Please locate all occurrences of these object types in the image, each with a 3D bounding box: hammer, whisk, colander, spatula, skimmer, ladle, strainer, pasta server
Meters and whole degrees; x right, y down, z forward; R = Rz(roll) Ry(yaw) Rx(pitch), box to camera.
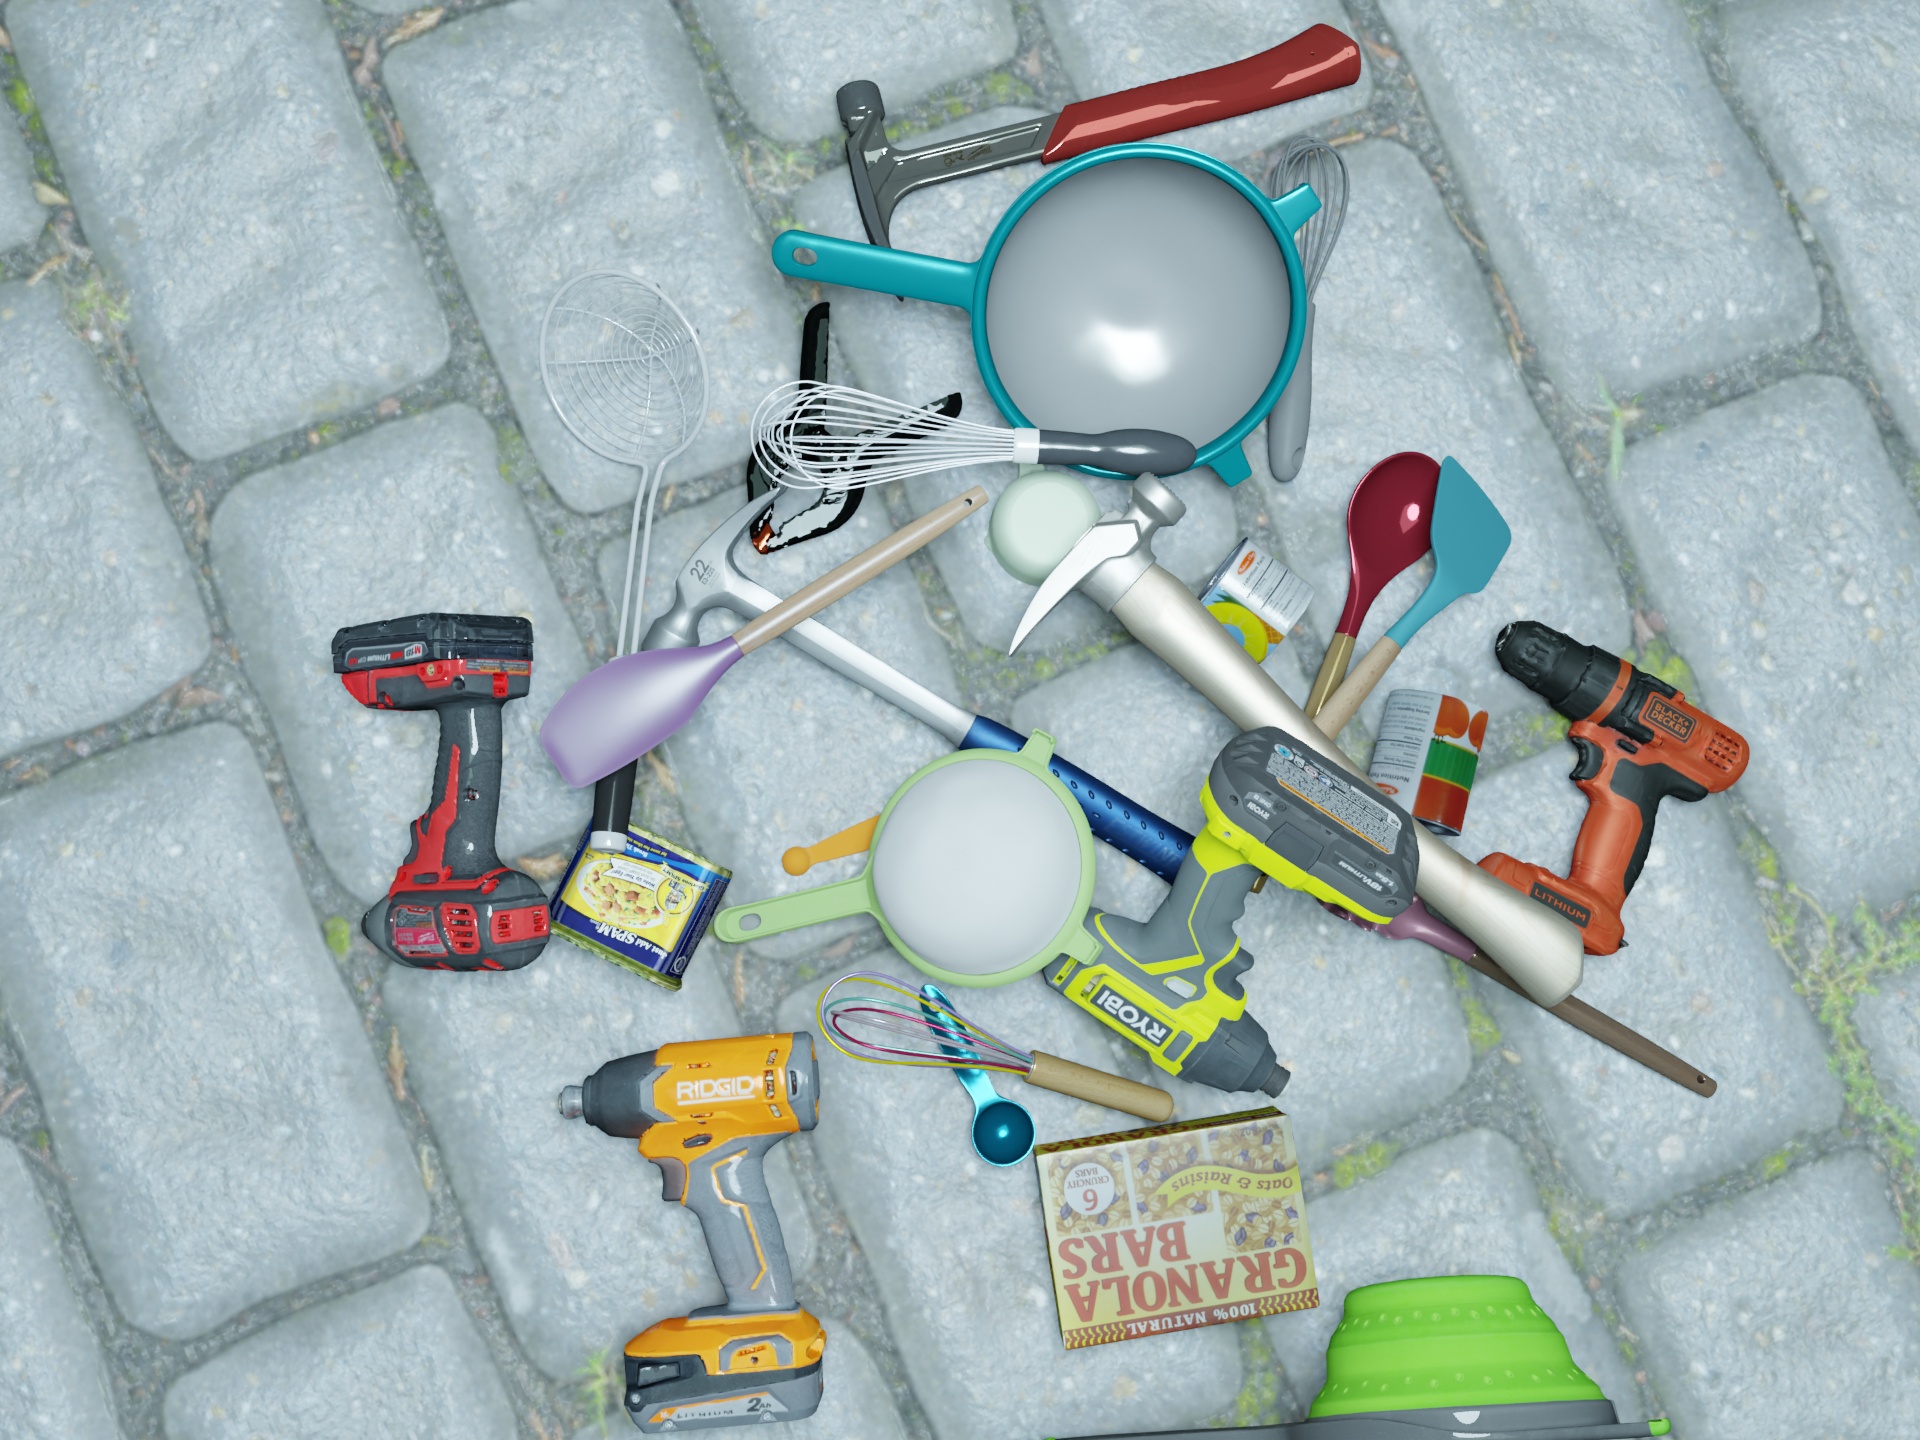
[{"bbox_3d":[-0.002,-0.003,1.039,0.405,0.035,0.144,31,103,-2],"label":"hammer"},{"bbox_3d":[0.217,0.034,0.997,0.410,0.038,0.146,43,96,4],"label":"hammer"},{"bbox_3d":[0.009,-0.177,1.012,0.284,0.070,0.070,2,85,-3],"label":"whisk"},{"bbox_3d":[0.215,0.402,0.978,0.397,0.204,0.095,-10,64,14],"label":"colander"},{"bbox_3d":[-0.118,-0.062,0.986,0.316,0.018,0.060,-32,94,-8],"label":"spatula"},{"bbox_3d":[-0.224,-0.102,1.004,0.127,0.090,0.363,-4,74,25],"label":"skimmer"},{"bbox_3d":[0.263,-0.032,1.047,0.082,0.044,0.317,42,84,-24],"label":"spatula"},{"bbox_3d":[0.023,0.218,1.016,0.245,0.047,0.051,19,119,-12],"label":"whisk"},{"bbox_3d":[0.252,-0.032,1.070,0.069,0.031,0.315,22,86,-11],"label":"ladle"},{"bbox_3d":[-0.046,0.100,0.990,0.256,0.069,0.151,-15,76,14],"label":"strainer"},{"bbox_3d":[0.102,-0.403,1.094,0.359,0.036,0.149,-15,85,-3],"label":"hammer"},{"bbox_3d":[0.364,0.166,1.050,0.316,0.040,0.060,30,73,0],"label":"pasta server"},{"bbox_3d":[0.051,-0.282,1.039,0.340,0.095,0.211,11,116,0],"label":"strainer"},{"bbox_3d":[0.232,-0.281,1.086,0.055,0.055,0.239,5,89,-2],"label":"whisk"}]

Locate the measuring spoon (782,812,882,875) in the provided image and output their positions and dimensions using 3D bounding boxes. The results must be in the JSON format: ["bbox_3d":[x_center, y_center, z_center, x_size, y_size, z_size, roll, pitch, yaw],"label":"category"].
[{"bbox_3d":[-0.063,0.076,1.054,0.117,0.011,0.021,-20,86,-4],"label":"measuring spoon"}]

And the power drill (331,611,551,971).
[{"bbox_3d":[-0.328,0.048,0.999,0.143,0.078,0.220,-6,87,33],"label":"power drill"}]

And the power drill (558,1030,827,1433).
[{"bbox_3d":[-0.165,0.315,0.995,0.164,0.084,0.226,-4,80,-2],"label":"power drill"}]

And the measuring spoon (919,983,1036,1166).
[{"bbox_3d":[0.006,0.232,1.043,0.042,0.021,0.129,-26,77,-12],"label":"measuring spoon"}]

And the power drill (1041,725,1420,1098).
[{"bbox_3d":[0.174,0.128,0.980,0.171,0.080,0.223,33,123,3],"label":"power drill"}]

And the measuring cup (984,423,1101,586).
[{"bbox_3d":[0.049,-0.174,1.068,0.083,0.038,0.167,-11,87,-3],"label":"measuring cup"}]
